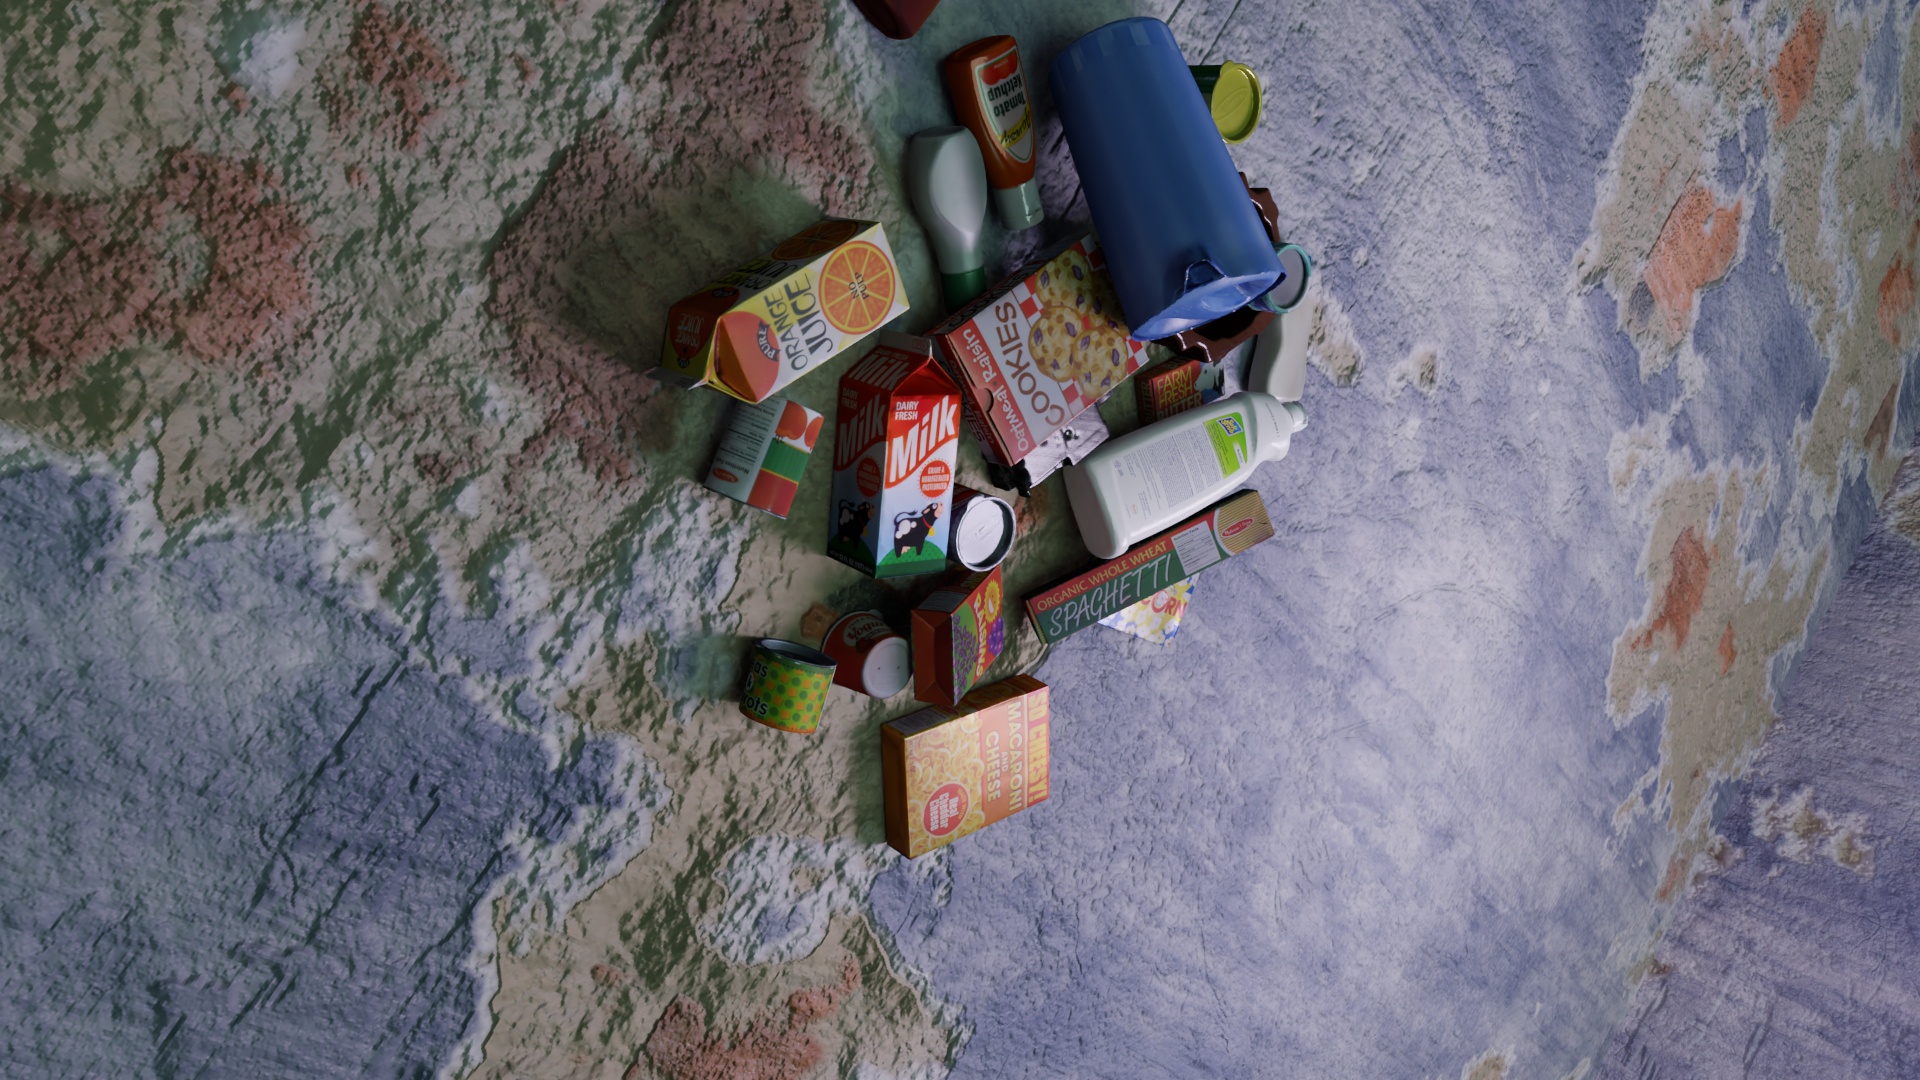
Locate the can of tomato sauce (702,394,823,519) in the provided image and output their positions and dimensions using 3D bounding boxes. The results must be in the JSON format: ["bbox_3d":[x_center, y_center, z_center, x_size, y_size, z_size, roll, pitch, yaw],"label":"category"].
[{"bbox_3d":[-0.146,-0.066,1.043,0.071,0.071,0.083,22,89,-42],"label":"can of tomato sauce"}]

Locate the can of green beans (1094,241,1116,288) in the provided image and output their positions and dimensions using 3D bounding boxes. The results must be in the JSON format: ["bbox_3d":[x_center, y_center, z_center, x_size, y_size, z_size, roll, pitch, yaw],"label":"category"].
[{"bbox_3d":[0.138,-0.229,1.231,0.058,0.071,0.071,0,104,-40],"label":"can of green beans"}]

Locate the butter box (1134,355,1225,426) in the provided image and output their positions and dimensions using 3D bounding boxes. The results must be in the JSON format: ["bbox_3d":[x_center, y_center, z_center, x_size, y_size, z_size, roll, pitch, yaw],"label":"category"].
[{"bbox_3d":[0.215,-0.151,1.349,0.104,0.024,0.053,-27,121,-31],"label":"butter box"}]

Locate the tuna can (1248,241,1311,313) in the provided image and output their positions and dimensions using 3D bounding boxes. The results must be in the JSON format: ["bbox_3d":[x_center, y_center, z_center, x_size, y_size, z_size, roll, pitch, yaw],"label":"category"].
[{"bbox_3d":[0.296,-0.249,1.304,0.071,0.033,0.070,-13,111,-36],"label":"tuna can"}]

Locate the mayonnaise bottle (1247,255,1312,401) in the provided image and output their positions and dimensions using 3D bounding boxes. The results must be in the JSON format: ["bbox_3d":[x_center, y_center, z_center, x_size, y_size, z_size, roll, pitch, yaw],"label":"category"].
[{"bbox_3d":[0.330,-0.217,1.416,0.065,0.041,0.147,-7,107,-41],"label":"mayonnaise bottle"}]

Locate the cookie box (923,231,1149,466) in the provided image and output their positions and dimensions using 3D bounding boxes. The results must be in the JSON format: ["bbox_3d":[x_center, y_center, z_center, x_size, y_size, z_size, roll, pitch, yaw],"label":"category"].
[{"bbox_3d":[0.065,-0.157,1.139,0.168,0.040,0.122,-38,113,-24],"label":"cookie box"}]

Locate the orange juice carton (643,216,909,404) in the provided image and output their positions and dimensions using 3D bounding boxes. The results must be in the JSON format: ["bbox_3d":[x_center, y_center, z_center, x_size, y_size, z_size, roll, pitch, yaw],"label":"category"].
[{"bbox_3d":[-0.138,-0.161,1.014,0.193,0.072,0.072,-37,124,-26],"label":"orange juice carton"}]

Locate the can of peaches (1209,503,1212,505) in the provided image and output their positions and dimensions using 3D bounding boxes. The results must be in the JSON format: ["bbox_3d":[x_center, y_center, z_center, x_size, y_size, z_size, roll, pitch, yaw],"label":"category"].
[{"bbox_3d":[0.221,-0.012,1.369,0.058,0.071,0.071,21,90,-42],"label":"can of peaches"}]

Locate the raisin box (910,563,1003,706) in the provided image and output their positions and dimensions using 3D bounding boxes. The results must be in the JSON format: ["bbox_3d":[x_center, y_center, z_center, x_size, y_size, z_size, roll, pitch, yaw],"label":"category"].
[{"bbox_3d":[-0.001,0.077,1.193,0.124,0.040,0.085,-42,133,-62],"label":"raisin box"}]

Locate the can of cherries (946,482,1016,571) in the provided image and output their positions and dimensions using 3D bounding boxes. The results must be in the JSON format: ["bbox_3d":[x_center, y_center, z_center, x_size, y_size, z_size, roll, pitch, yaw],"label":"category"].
[{"bbox_3d":[0.004,-0.015,1.191,0.072,0.058,0.071,-14,113,-36],"label":"can of cherries"}]

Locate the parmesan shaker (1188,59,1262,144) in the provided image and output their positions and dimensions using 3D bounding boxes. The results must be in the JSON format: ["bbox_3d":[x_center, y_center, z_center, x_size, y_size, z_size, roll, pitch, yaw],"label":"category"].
[{"bbox_3d":[0.201,-0.383,1.209,0.071,0.103,0.071,-15,114,-37],"label":"parmesan shaker"}]

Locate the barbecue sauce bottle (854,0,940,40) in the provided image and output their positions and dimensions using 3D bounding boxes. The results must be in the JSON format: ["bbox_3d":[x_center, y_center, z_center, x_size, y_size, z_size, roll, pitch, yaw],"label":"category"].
[{"bbox_3d":[-0.022,-0.450,1.039,0.064,0.044,0.149,43,75,-40],"label":"barbecue sauce bottle"}]

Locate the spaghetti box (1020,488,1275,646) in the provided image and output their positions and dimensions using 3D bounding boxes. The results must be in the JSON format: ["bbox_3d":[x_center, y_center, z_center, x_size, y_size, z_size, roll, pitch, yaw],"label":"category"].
[{"bbox_3d":[0.175,0.023,1.304,0.250,0.029,0.050,-25,101,-10],"label":"spaghetti box"}]

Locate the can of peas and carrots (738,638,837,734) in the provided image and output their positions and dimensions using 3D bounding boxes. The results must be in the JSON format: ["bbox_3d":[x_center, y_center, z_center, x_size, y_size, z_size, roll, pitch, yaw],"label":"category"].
[{"bbox_3d":[-0.140,0.115,1.106,0.071,0.071,0.058,13,96,-42],"label":"can of peas and carrots"}]

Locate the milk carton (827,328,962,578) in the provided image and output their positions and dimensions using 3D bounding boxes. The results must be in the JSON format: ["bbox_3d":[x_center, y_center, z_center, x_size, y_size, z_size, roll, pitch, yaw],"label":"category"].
[{"bbox_3d":[-0.052,-0.071,1.115,0.073,0.072,0.190,-6,107,-39],"label":"milk carton"}]

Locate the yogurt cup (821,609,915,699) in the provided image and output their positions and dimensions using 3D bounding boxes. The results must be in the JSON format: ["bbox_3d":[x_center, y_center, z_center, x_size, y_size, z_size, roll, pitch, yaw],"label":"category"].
[{"bbox_3d":[-0.075,0.099,1.163,0.072,0.054,0.072,-14,113,-36],"label":"yogurt cup"}]

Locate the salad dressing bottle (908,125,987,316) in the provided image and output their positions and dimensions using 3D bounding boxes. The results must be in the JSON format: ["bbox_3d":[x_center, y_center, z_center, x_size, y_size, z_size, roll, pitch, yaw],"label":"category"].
[{"bbox_3d":[-0.005,-0.255,1.117,0.064,0.044,0.147,-27,122,-32],"label":"salad dressing bottle"}]

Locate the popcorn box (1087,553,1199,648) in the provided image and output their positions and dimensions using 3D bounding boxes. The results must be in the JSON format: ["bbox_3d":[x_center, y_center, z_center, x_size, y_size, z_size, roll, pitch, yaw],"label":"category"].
[{"bbox_3d":[0.173,0.050,1.368,0.126,0.038,0.085,21,90,-42],"label":"popcorn box"}]

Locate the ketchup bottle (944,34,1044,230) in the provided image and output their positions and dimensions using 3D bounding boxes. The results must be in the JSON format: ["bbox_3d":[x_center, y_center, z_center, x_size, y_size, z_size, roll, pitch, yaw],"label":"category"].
[{"bbox_3d":[0.033,-0.327,1.126,0.065,0.043,0.148,-38,126,-32],"label":"ketchup bottle"}]

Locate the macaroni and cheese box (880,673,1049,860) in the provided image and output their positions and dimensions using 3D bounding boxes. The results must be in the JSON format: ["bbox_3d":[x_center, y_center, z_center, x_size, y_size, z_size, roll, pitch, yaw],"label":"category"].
[{"bbox_3d":[0.007,0.204,1.276,0.167,0.040,0.123,-16,114,-36],"label":"macaroni and cheese box"}]
